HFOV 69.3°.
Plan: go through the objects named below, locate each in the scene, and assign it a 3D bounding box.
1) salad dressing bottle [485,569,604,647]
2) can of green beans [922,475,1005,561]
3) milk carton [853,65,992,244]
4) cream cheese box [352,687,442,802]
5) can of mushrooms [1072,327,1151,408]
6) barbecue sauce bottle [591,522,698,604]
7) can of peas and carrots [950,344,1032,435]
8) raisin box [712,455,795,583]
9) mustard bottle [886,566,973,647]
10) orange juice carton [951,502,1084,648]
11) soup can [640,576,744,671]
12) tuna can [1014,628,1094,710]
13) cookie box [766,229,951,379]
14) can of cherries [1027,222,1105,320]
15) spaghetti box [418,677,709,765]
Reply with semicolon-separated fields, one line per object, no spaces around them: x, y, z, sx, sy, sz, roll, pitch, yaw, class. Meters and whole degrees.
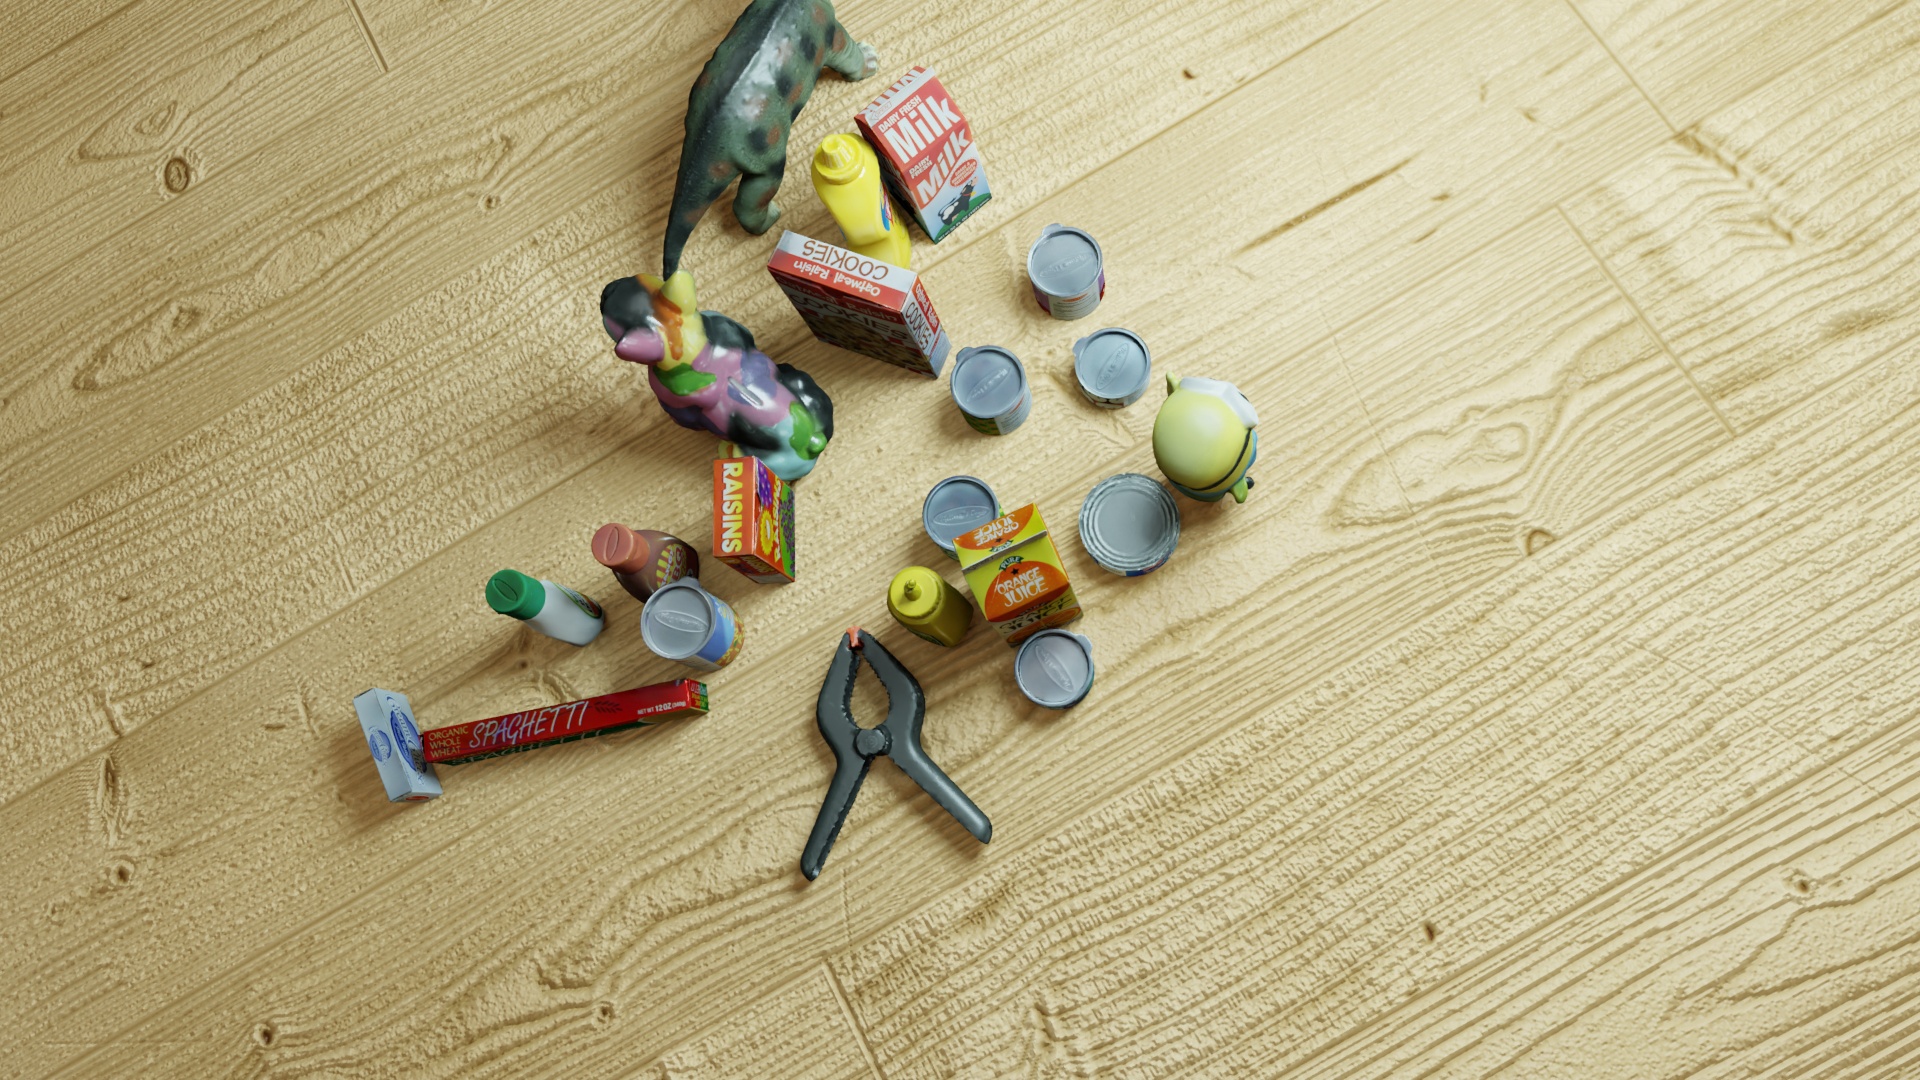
-0.356;0.057;1.193;0.064;0.147;0.044;38;86;15;salad dressing bottle
0.004;-0.017;1.199;0.071;0.057;0.071;-2;77;9;can of green beans
-0.034;-0.343;1.214;0.072;0.190;0.073;-39;74;-1;milk carton
-0.501;0.183;1.235;0.024;0.053;0.104;-29;74;2;cream cheese box
0.133;-0.153;1.223;0.071;0.033;0.071;-2;77;9;can of mushrooms
-0.270;0.019;1.188;0.044;0.148;0.065;10;79;11;barbecue sauce bottle
0.026;-0.133;1.223;0.071;0.058;0.071;-2;77;9;can of peas and carrots
-0.175;-0.015;1.194;0.040;0.123;0.086;-3;77;9;raisin box
-0.031;0.051;1.136;0.065;0.160;0.049;25;83;14;mustard bottle
0.047;0.027;1.112;0.072;0.192;0.073;-24;75;3;orange juice carton
-0.229;0.073;1.202;0.071;0.083;0.071;-2;77;9;soup can
0.082;0.107;1.170;0.071;0.032;0.071;-2;77;9;tuna can
-0.084;-0.200;1.200;0.123;0.167;0.040;20;81;13;cookie box
0.095;-0.239;1.237;0.071;0.058;0.071;-2;77;9;can of cherries
-0.347;0.160;1.218;0.250;0.050;0.029;-12;76;6;spaghetti box
